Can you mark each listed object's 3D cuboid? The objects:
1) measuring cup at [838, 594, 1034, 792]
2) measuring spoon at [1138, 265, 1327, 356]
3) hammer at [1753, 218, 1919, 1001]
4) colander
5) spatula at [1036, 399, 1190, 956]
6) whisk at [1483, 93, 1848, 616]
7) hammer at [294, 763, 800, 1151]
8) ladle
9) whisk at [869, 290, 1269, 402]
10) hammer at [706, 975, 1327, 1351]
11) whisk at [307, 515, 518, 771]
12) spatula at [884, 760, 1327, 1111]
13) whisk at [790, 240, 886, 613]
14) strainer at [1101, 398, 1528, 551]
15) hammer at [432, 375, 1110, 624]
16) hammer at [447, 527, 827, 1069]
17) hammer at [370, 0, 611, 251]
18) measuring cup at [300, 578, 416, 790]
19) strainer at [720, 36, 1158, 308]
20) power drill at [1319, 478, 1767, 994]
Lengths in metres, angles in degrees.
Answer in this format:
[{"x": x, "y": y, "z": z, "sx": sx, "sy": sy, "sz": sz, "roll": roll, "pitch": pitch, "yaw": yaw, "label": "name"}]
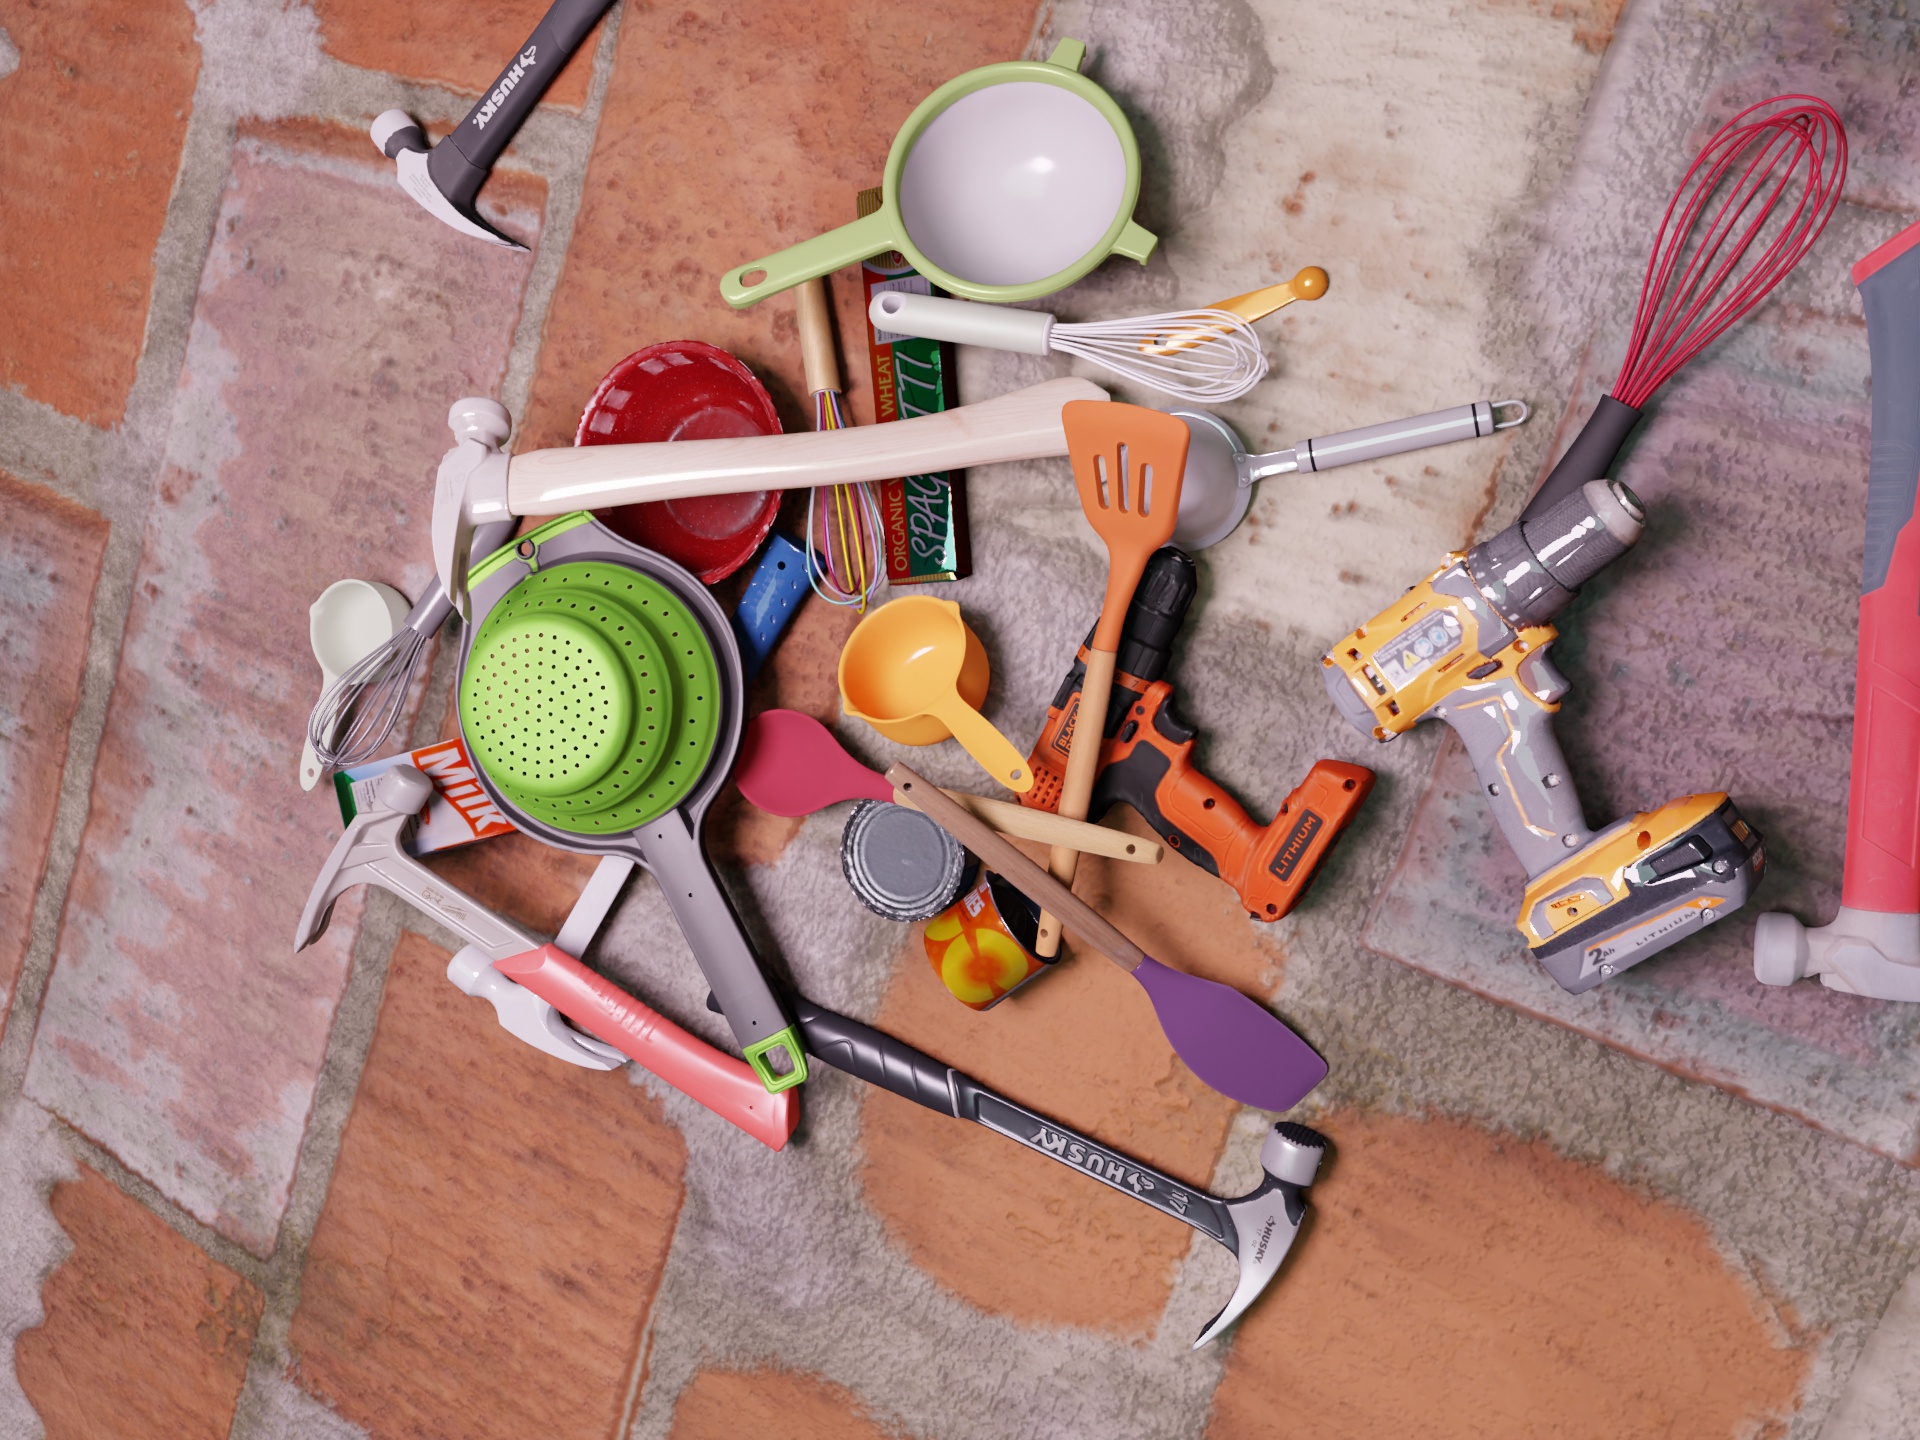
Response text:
[{"x": -0.002, "y": -0.003, "z": 0.960, "sx": 0.095, "sy": 0.052, "sz": 0.174, "roll": -45, "pitch": 55, "yaw": 0, "label": "measuring cup"}, {"x": 0.158, "y": -0.239, "z": 0.932, "sx": 0.117, "sy": 0.011, "sz": 0.021, "roll": -17, "pitch": 86, "yaw": 22, "label": "measuring spoon"}, {"x": 0.486, "y": -0.053, "z": 0.793, "sx": 0.143, "sy": 0.038, "sz": 0.386, "roll": 3, "pitch": 94, "yaw": 21, "label": "hammer"}, {"x": -0.205, "y": 0.061, "z": 0.991, "sx": 0.204, "sy": 0.094, "sz": 0.397, "roll": -27, "pitch": 89, "yaw": 12, "label": "colander"}, {"x": 0.072, "y": -0.017, "z": 0.904, "sx": 0.081, "sy": 0.041, "sz": 0.322, "roll": 17, "pitch": 104, "yaw": 32, "label": "spatula"}, {"x": 0.358, "y": -0.183, "z": 0.831, "sx": 0.073, "sy": 0.073, "sz": 0.295, "roll": 34, "pitch": 111, "yaw": 17, "label": "whisk"}, {"x": -0.267, "y": 0.184, "z": 1.064, "sx": 0.359, "sy": 0.037, "sz": 0.149, "roll": 33, "pitch": 101, "yaw": 2, "label": "hammer"}, {"x": -0.017, "y": 0.047, "z": 0.957, "sx": 0.315, "sy": 0.031, "sz": 0.069, "roll": 12, "pitch": 96, "yaw": 36, "label": "ladle"}, {"x": 0.060, "y": -0.226, "z": 0.940, "sx": 0.246, "sy": 0.059, "sz": 0.058, "roll": 13, "pitch": 78, "yaw": 17, "label": "whisk"}, {"x": 0.014, "y": 0.248, "z": 1.005, "sx": 0.409, "sy": 0.036, "sz": 0.149, "roll": 20, "pitch": 101, "yaw": 21, "label": "hammer"}, {"x": -0.381, "y": -0.065, "z": 1.122, "sx": 0.055, "sy": 0.055, "sz": 0.239, "roll": 34, "pitch": 86, "yaw": 17, "label": "whisk"}, {"x": 0.081, "y": 0.126, "z": 0.920, "sx": 0.316, "sy": 0.018, "sz": 0.059, "roll": 39, "pitch": 108, "yaw": -8, "label": "spatula"}, {"x": -0.085, "y": -0.187, "z": 1.021, "sx": 0.051, "sy": 0.047, "sz": 0.245, "roll": -11, "pitch": 84, "yaw": 16, "label": "whisk"}, {"x": 0.189, "y": -0.150, "z": 0.910, "sx": 0.258, "sy": 0.050, "sz": 0.087, "roll": -10, "pitch": 104, "yaw": 19, "label": "strainer"}, {"x": -0.113, "y": -0.147, "z": 0.954, "sx": 0.410, "sy": 0.038, "sz": 0.146, "roll": -6, "pitch": 64, "yaw": 5, "label": "hammer"}, {"x": -0.203, "y": 0.057, "z": 1.079, "sx": 0.144, "sy": 0.035, "sz": 0.405, "roll": 35, "pitch": 104, "yaw": 11, "label": "hammer"}, {"x": -0.264, "y": -0.473, "z": 1.081, "sx": 0.334, "sy": 0.035, "sz": 0.146, "roll": -44, "pitch": 76, "yaw": 18, "label": "hammer"}, {"x": -0.453, "y": -0.025, "z": 1.181, "sx": 0.083, "sy": 0.038, "sz": 0.167, "roll": 27, "pitch": 104, "yaw": 19, "label": "measuring cup"}, {"x": -0.016, "y": -0.289, "z": 0.950, "sx": 0.256, "sy": 0.069, "sz": 0.151, "roll": -19, "pitch": 76, "yaw": 7, "label": "strainer"}, {"x": 0.320, "y": 0.004, "z": 0.827, "sx": 0.185, "sy": 0.084, "sz": 0.226, "roll": -42, "pitch": 75, "yaw": 33, "label": "power drill"}]
